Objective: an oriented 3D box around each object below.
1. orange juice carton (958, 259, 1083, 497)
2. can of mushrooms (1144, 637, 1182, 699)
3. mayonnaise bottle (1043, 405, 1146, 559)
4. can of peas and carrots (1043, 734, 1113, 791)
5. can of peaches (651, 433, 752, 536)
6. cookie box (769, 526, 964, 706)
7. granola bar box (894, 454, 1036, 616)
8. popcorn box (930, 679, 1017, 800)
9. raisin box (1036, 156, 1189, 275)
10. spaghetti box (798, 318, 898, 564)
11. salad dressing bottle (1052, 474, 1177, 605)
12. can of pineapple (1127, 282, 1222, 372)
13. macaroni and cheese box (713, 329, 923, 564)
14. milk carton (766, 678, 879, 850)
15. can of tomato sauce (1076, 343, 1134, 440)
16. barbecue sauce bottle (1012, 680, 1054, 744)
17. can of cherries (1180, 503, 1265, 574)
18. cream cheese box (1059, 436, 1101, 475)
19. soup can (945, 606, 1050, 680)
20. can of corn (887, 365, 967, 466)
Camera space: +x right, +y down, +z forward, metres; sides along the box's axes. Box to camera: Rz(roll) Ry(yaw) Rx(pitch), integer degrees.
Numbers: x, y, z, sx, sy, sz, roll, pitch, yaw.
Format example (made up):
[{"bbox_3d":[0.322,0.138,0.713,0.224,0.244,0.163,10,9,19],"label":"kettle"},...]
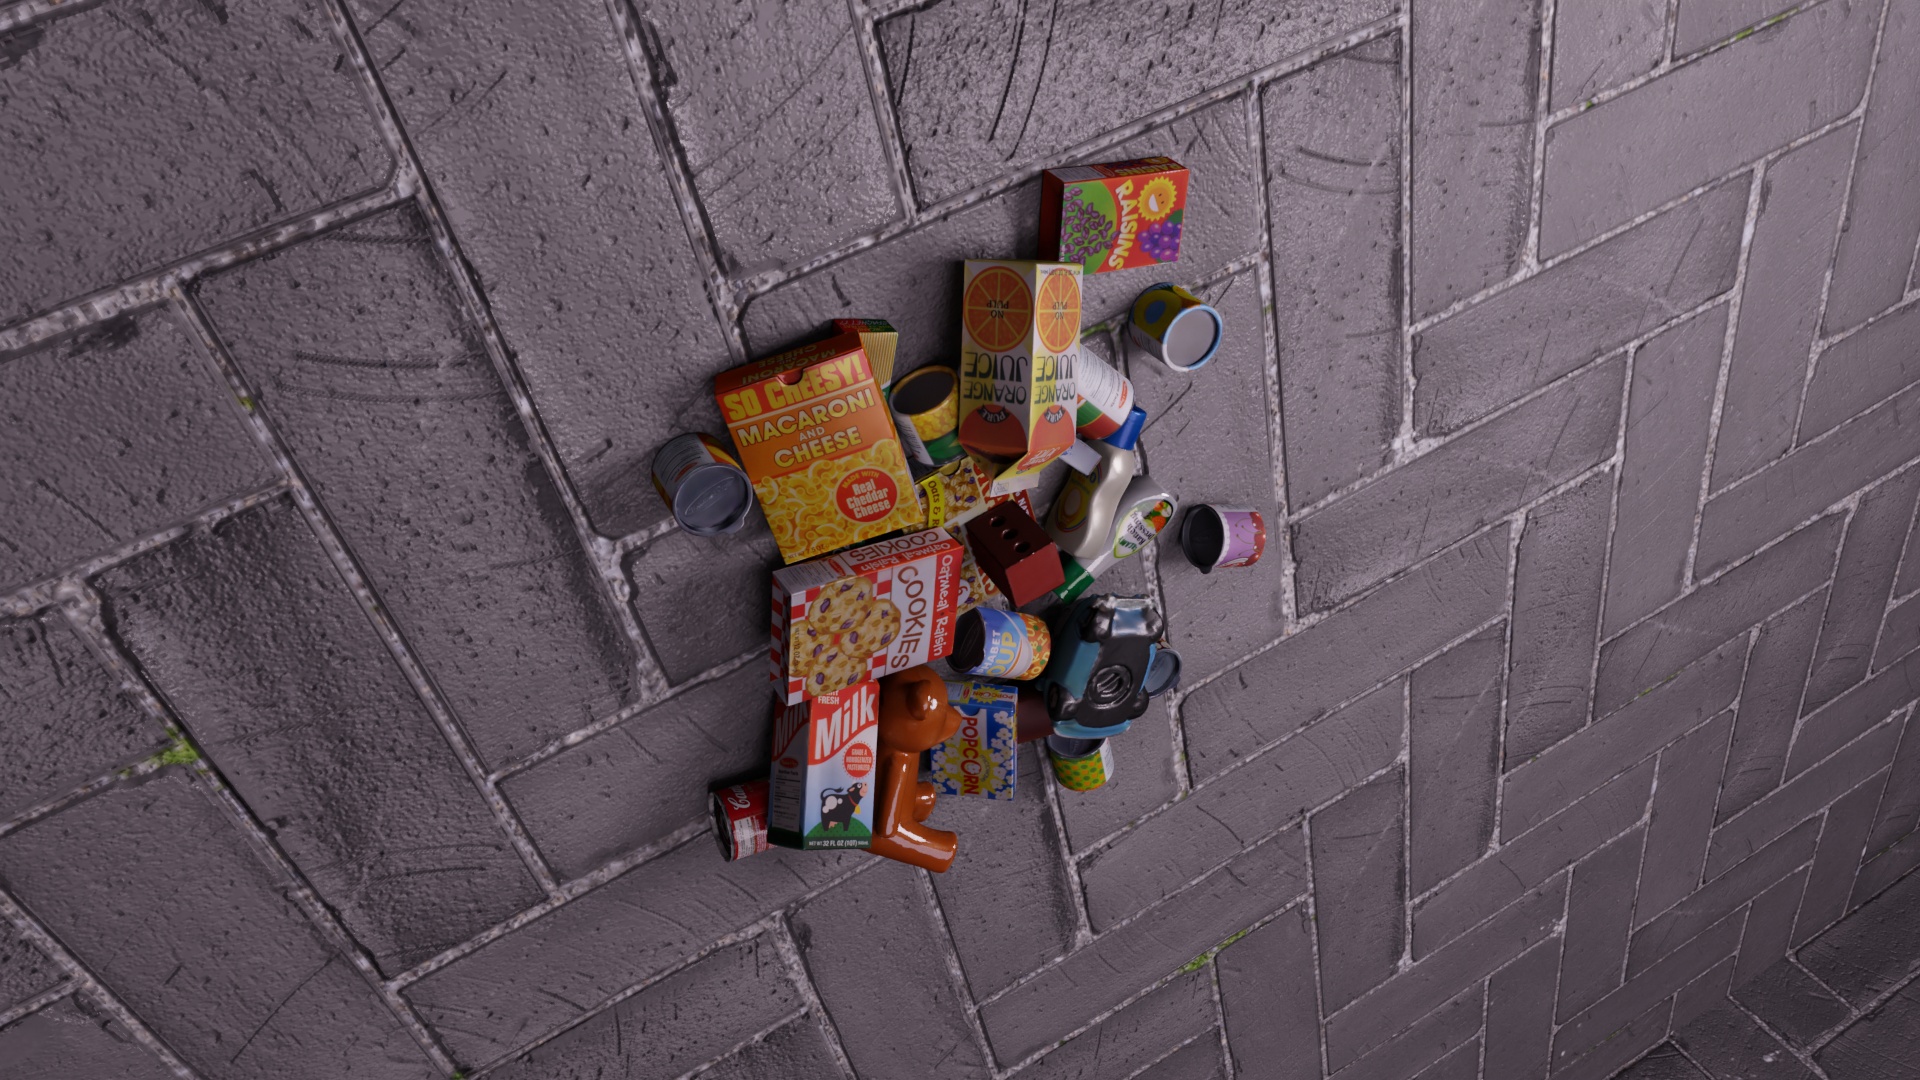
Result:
[{"bbox_3d":[0.049,-0.134,1.148,0.072,0.073,0.192,-13,109,-53],"label":"orange juice carton"},{"bbox_3d":[0.204,0.137,1.495,0.071,0.033,0.070,-15,126,-22],"label":"can of mushrooms"},{"bbox_3d":[0.130,-0.059,1.306,0.041,0.065,0.147,9,111,-37],"label":"mayonnaise bottle"},{"bbox_3d":[0.126,0.226,1.486,0.071,0.071,0.058,-26,130,-14],"label":"can of peas and carrots"},{"bbox_3d":[-0.207,-0.044,1.114,0.071,0.058,0.071,-16,126,-23],"label":"can of peaches"},{"bbox_3d":[-0.081,0.065,1.211,0.168,0.040,0.122,-15,129,-28],"label":"cookie box"},{"bbox_3d":[0.005,-0.016,1.271,0.124,0.039,0.164,-30,131,-11],"label":"granola bar box"},{"bbox_3d":[0.014,0.201,1.392,0.085,0.038,0.126,5,124,9],"label":"popcorn box"},{"bbox_3d":[0.129,-0.274,1.178,0.124,0.040,0.085,-13,124,-22],"label":"raisin box"},{"bbox_3d":[-0.098,-0.067,1.183,0.050,0.029,0.248,-5,121,-27],"label":"spaghetti box"},{"bbox_3d":[0.146,0.001,1.364,0.147,0.044,0.064,-45,133,2],"label":"salad dressing bottle"},{"bbox_3d":[0.196,-0.194,1.257,0.071,0.058,0.070,-15,126,-22],"label":"can of pineapple"},{"bbox_3d":[-0.112,-0.073,1.128,0.124,0.040,0.165,-18,121,1],"label":"macaroni and cheese box"},{"bbox_3d":[-0.124,0.183,1.271,0.072,0.073,0.190,7,81,-35],"label":"milk carton"},{"bbox_3d":[0.102,-0.136,1.236,0.083,0.071,0.071,30,102,-40],"label":"can of tomato sauce"},{"bbox_3d":[0.106,0.171,1.452,0.149,0.044,0.064,-10,128,-26],"label":"barbecue sauce bottle"},{"bbox_3d":[0.269,-0.002,1.420,0.058,0.072,0.071,-1,120,-31],"label":"can of cherries"},{"bbox_3d":[0.076,-0.098,1.251,0.103,0.053,0.024,30,98,-41],"label":"cream cheese box"},{"bbox_3d":[0.037,0.101,1.346,0.084,0.071,0.071,11,114,-36],"label":"soup can"},{"bbox_3d":[-0.020,-0.108,1.179,0.071,0.071,0.058,-34,131,-7],"label":"can of corn"}]
